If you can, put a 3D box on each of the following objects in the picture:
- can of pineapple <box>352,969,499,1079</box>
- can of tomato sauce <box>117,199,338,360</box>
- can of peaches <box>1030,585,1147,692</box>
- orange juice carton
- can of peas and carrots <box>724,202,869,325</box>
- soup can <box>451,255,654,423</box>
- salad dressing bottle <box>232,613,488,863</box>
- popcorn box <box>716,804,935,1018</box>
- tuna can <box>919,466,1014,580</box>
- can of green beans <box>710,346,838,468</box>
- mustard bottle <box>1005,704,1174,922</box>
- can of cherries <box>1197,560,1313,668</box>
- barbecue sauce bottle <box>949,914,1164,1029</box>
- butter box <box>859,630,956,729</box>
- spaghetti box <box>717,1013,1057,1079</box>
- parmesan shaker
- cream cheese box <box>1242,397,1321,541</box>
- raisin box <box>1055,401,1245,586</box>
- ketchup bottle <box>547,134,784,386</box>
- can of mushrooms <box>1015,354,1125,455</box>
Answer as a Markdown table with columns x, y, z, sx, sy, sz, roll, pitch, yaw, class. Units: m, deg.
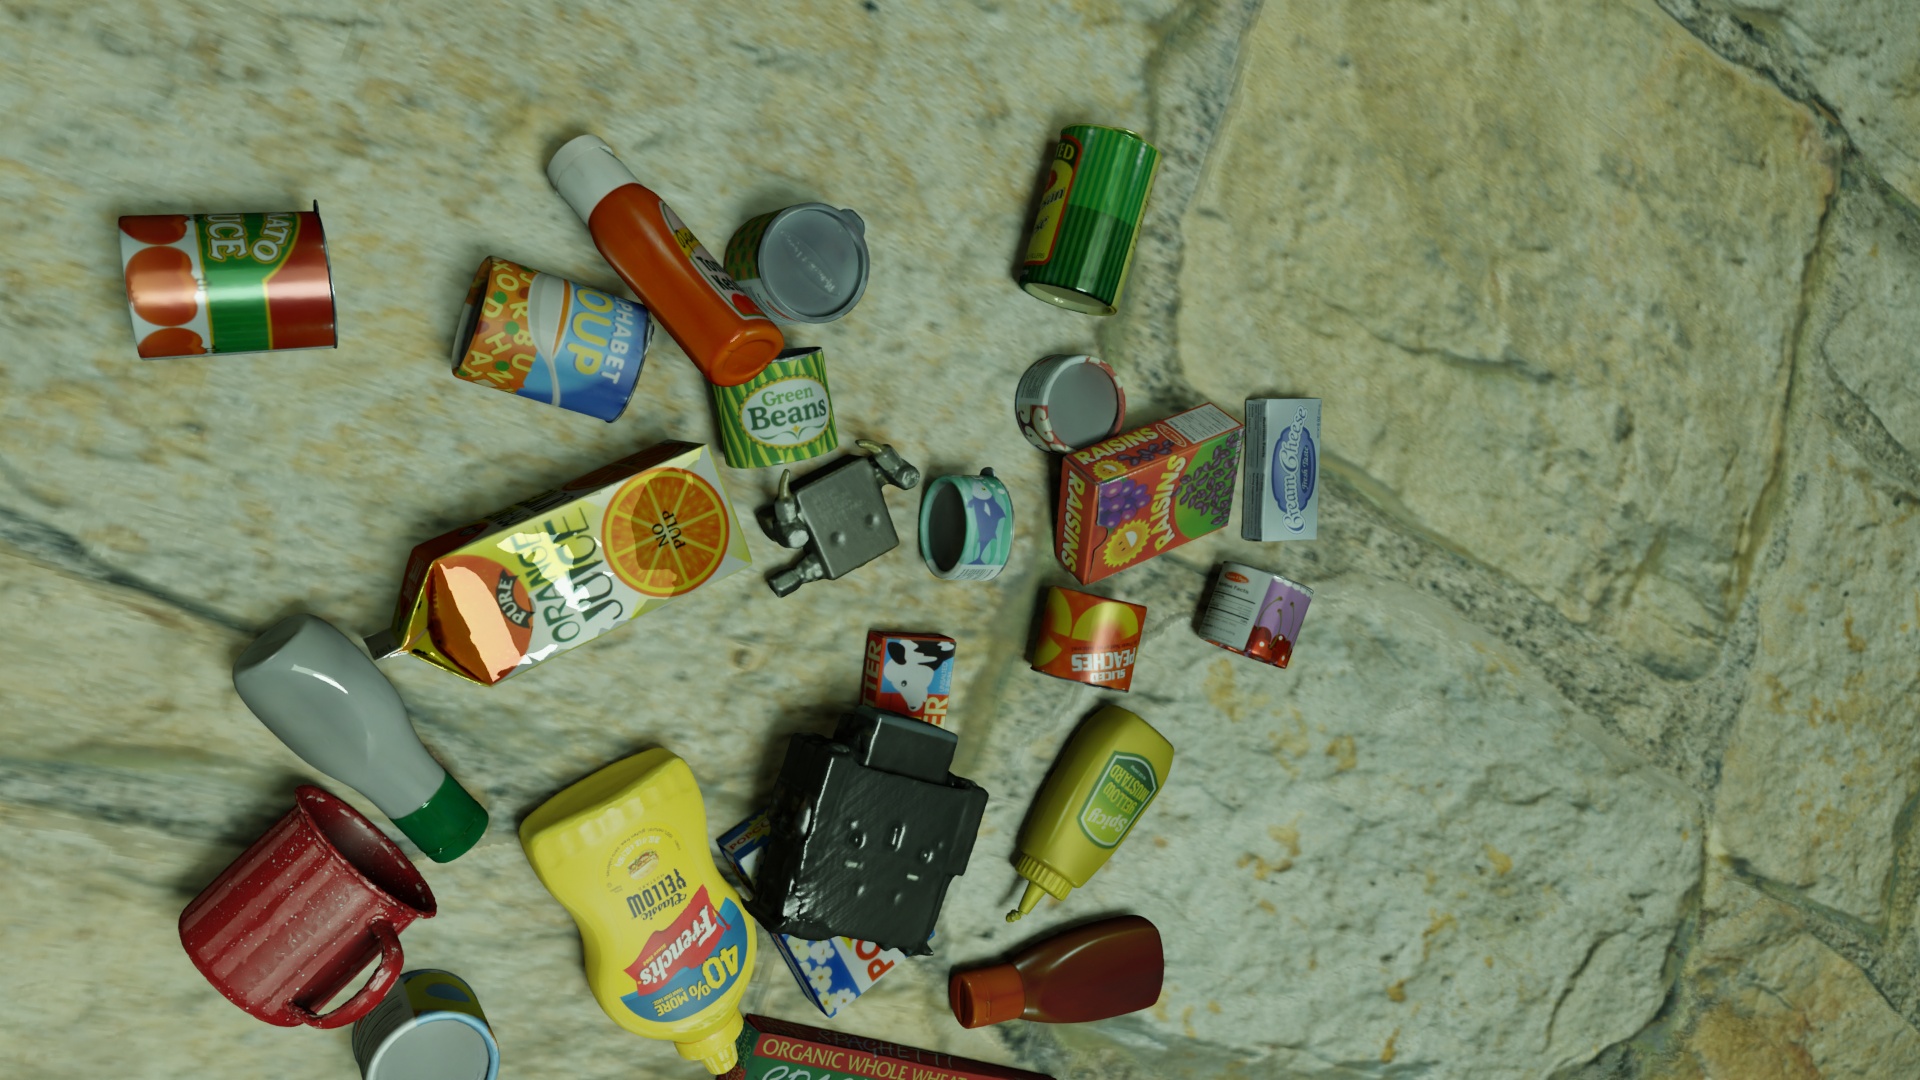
| x | y | z | sx | sy | sz | roll | pitch | yaw | class |
| --- | --- | --- | --- | --- | --- | --- | --- | --- | --- |
| -0.280 | 0.269 | 0.732 | 0.071 | 0.058 | 0.071 | -4 | 98 | -29 | can of pineapple |
| -0.340 | -0.121 | 0.648 | 0.083 | 0.071 | 0.071 | -9 | 100 | -27 | can of tomato sauce |
| 0.085 | 0.064 | 0.905 | 0.071 | 0.071 | 0.058 | 14 | 88 | -30 | can of peaches |
| -0.216 | 0.016 | 0.731 | 0.193 | 0.072 | 0.073 | -26 | 107 | -24 | orange juice carton |
| -0.092 | -0.157 | 0.787 | 0.071 | 0.059 | 0.071 | -4 | 98 | -29 | can of peas and carrots |
| -0.211 | -0.105 | 0.720 | 0.084 | 0.071 | 0.071 | 16 | 88 | -29 | soup can |
| -0.300 | 0.104 | 0.705 | 0.147 | 0.064 | 0.044 | 59 | 25 | -29 | salad dressing bottle |
| -0.080 | 0.214 | 0.849 | 0.085 | 0.038 | 0.126 | -33 | 110 | -22 | popcorn box |
| 0.003 | -0.011 | 0.853 | 0.033 | 0.071 | 0.071 | 2 | 95 | -29 | tuna can |
| -0.106 | -0.076 | 0.785 | 0.071 | 0.071 | 0.057 | -16 | 104 | -27 | can of green beans |
| 0.080 | 0.189 | 0.929 | 0.065 | 0.049 | 0.160 | 40 | 76 | -25 | mustard bottle |
| 0.209 | 0.053 | 0.975 | 0.071 | 0.071 | 0.058 | 23 | 85 | -29 | can of cherries |
| 0.066 | 0.296 | 0.937 | 0.149 | 0.043 | 0.064 | -3 | 97 | -28 | barbecue sauce bottle |
| -0.036 | 0.109 | 0.869 | 0.053 | 0.024 | 0.103 | 6 | 93 | -30 | butter box |
| -0.037 | 0.355 | 0.895 | 0.250 | 0.028 | 0.050 | 23 | 84 | -29 | spaghetti box |
| 0.081 | -0.200 | 0.872 | 0.071 | 0.071 | 0.103 | 17 | 88 | -30 | parmesan shaker |
| 0.231 | -0.051 | 1.000 | 0.053 | 0.024 | 0.103 | -3 | 97 | -27 | cream cheese box |
| 0.124 | -0.031 | 0.915 | 0.124 | 0.040 | 0.085 | -21 | 135 | -25 | raisin box |
| -0.157 | -0.147 | 0.724 | 0.043 | 0.065 | 0.149 | -43 | 81 | 9 | ketchup bottle |
| 0.074 | -0.086 | 0.903 | 0.071 | 0.033 | 0.071 | -3 | 97 | -29 | can of mushrooms |
